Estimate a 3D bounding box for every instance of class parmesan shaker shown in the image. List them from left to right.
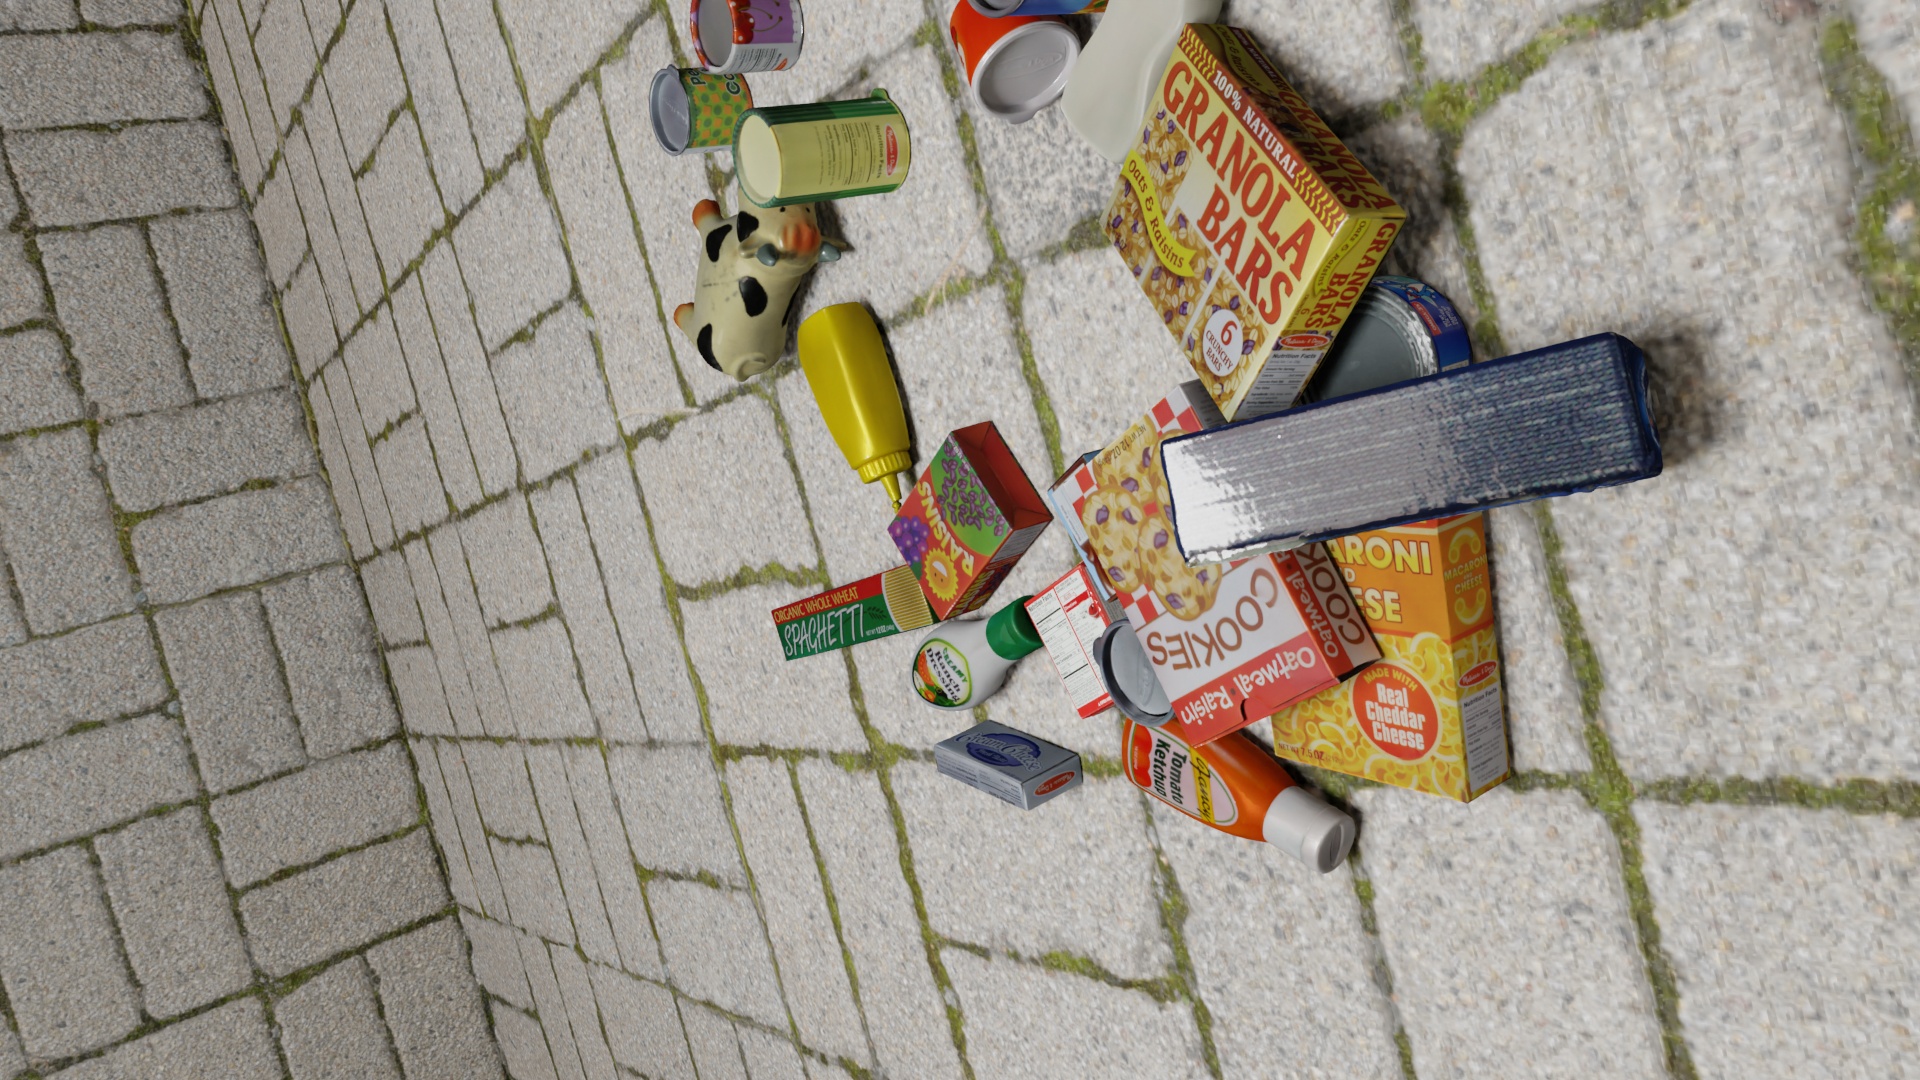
[{"bbox_3d":[-0.095,-0.266,0.940,0.071,0.103,0.071,26,124,46],"label":"parmesan shaker"}]

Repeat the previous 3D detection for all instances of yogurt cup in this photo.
[{"bbox_3d":[0.029,-0.286,0.800,0.054,0.072,0.072,65,145,25],"label":"yogurt cup"}]

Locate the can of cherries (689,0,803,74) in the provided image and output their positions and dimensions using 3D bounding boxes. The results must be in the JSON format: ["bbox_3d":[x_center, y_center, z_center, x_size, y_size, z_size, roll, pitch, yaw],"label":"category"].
[{"bbox_3d":[-0.158,-0.379,1.017,0.071,0.058,0.071,27,125,45],"label":"can of cherries"}]

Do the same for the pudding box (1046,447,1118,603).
[{"bbox_3d":[0.093,-0.010,0.858,0.084,0.030,0.049,62,142,15],"label":"pudding box"}]

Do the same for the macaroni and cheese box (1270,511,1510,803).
[{"bbox_3d":[0.209,0.038,0.711,0.123,0.040,0.166,6,109,54],"label":"macaroni and cheese box"}]

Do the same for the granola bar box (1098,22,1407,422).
[{"bbox_3d":[0.137,-0.158,0.689,0.123,0.039,0.166,113,144,-42],"label":"granola bar box"}]

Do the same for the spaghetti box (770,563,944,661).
[{"bbox_3d":[-0.084,0.059,1.129,0.249,0.029,0.050,-19,88,55],"label":"spaghetti box"}]

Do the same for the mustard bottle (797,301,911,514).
[{"bbox_3d":[-0.071,-0.094,1.029,0.065,0.049,0.160,-24,85,55],"label":"mustard bottle"}]

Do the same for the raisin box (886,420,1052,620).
[{"bbox_3d":[0.003,-0.012,0.971,0.086,0.040,0.122,58,141,19],"label":"raisin box"}]

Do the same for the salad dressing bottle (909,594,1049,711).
[{"bbox_3d":[0.015,0.079,0.989,0.064,0.044,0.147,61,144,6],"label":"salad dressing bottle"}]

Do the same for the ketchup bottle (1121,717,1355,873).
[{"bbox_3d":[0.161,0.145,0.819,0.149,0.044,0.064,26,127,45],"label":"ketchup bottle"}]

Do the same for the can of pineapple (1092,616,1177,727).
[{"bbox_3d":[0.124,0.069,0.825,0.071,0.058,0.070,26,124,46],"label":"can of pineapple"}]

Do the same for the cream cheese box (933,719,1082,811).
[{"bbox_3d":[0.032,0.159,0.992,0.104,0.053,0.024,13,116,51],"label":"cream cheese box"}]

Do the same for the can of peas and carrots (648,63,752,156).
[{"bbox_3d":[-0.205,-0.342,1.097,0.071,0.059,0.070,25,123,46],"label":"can of peas and carrots"}]

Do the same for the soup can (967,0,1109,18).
[{"bbox_3d":[0.050,-0.315,0.738,0.071,0.084,0.071,26,125,45],"label":"soup can"}]

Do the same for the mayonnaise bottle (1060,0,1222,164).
[{"bbox_3d":[0.103,-0.273,0.723,0.065,0.041,0.147,55,140,26],"label":"mayonnaise bottle"}]

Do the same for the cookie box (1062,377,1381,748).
[{"bbox_3d":[0.132,0.014,0.736,0.122,0.040,0.167,-42,69,55],"label":"cookie box"}]
